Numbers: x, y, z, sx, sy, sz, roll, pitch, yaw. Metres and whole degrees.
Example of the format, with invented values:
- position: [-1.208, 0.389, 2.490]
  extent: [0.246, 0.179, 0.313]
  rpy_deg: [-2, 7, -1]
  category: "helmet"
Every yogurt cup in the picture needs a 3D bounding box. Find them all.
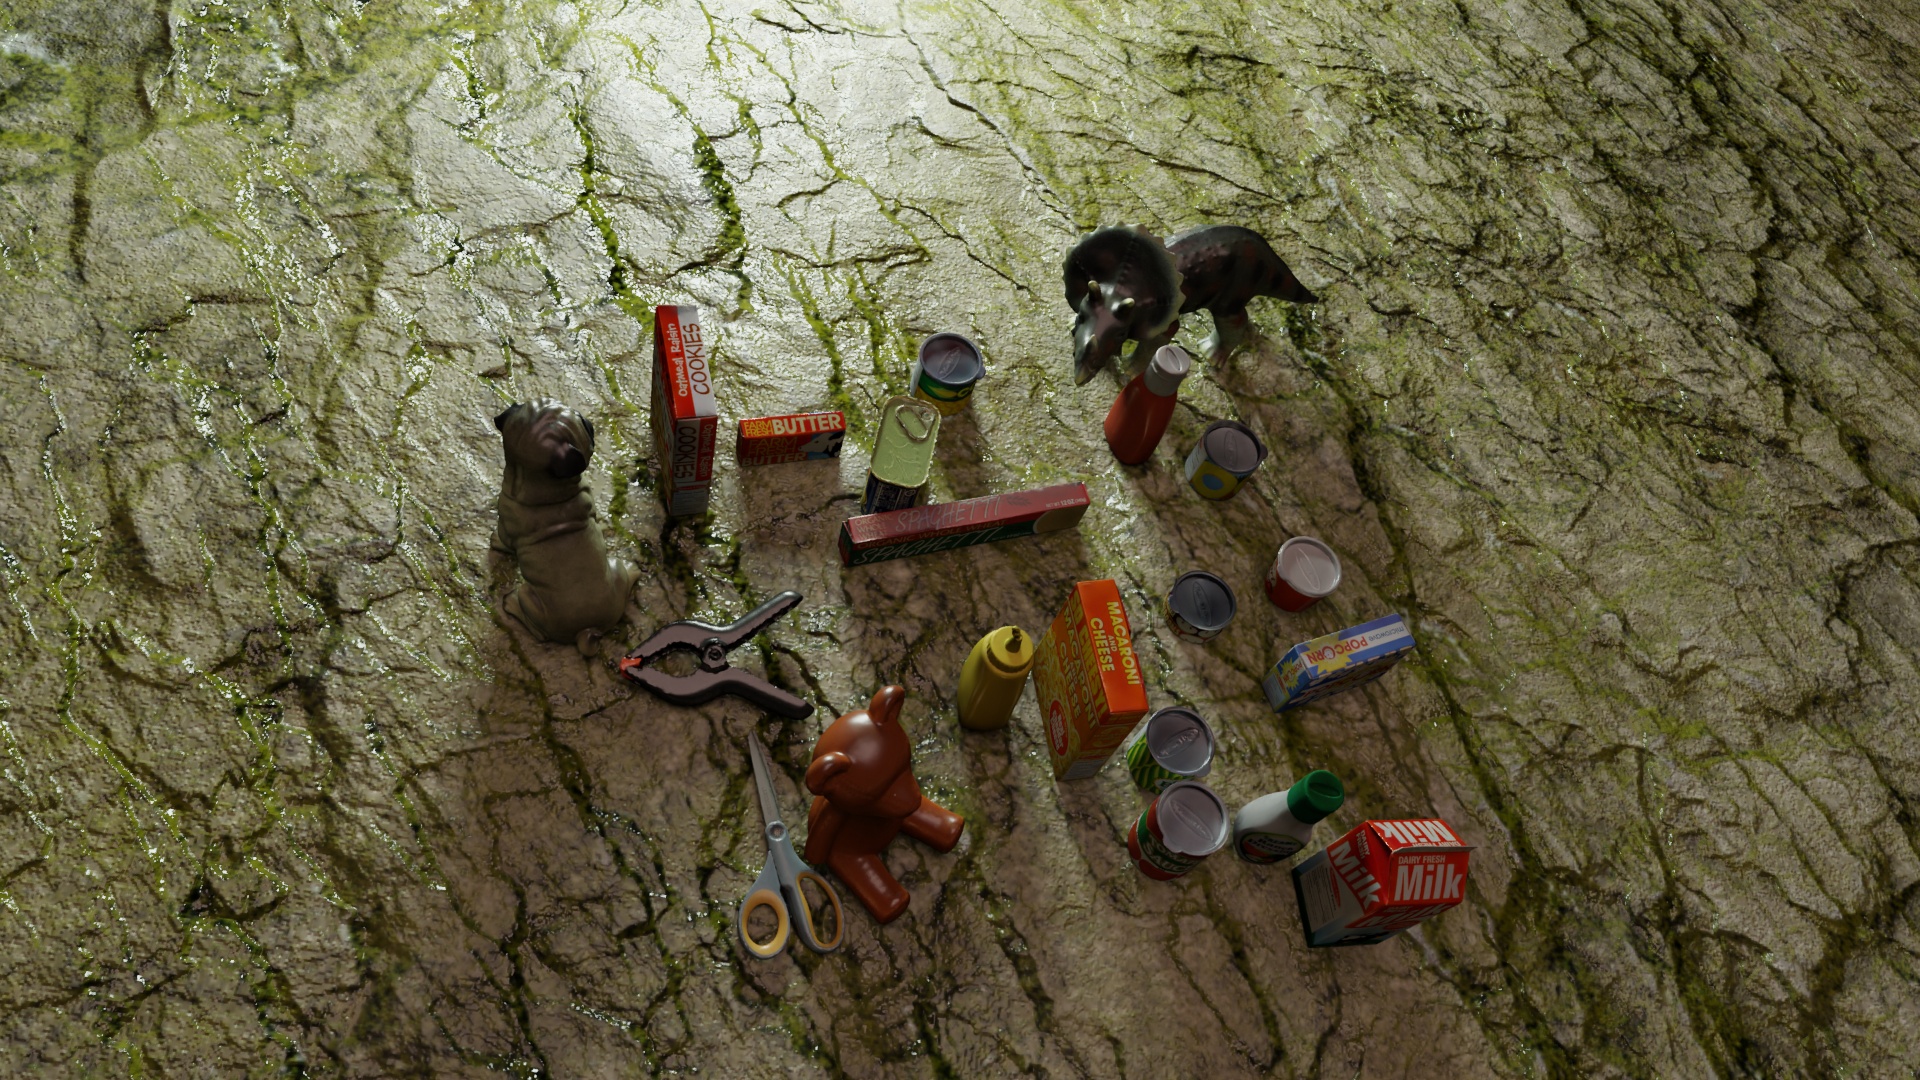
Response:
- position: [0.343, 0.037, 1.404]
  extent: [0.072, 0.053, 0.073]
  rpy_deg: [6, 60, -11]
  category: "yogurt cup"

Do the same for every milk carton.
- position: [0.360, 0.288, 1.183]
  extent: [0.072, 0.189, 0.074]
  rpy_deg: [1, 61, -14]
  category: "milk carton"

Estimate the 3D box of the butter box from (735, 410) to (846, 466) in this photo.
- position: [-0.166, -0.099, 1.355]
  extent: [0.104, 0.053, 0.024]
  rpy_deg: [-7, 63, -18]
  category: "butter box"

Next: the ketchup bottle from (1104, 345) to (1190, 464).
- position: [0.191, -0.140, 1.412]
  extent: [0.044, 0.148, 0.065]
  rpy_deg: [-15, 66, -21]
  category: "ketchup bottle"

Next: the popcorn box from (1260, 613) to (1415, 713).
- position: [0.365, 0.119, 1.344]
  extent: [0.127, 0.084, 0.038]
  rpy_deg: [-14, 65, -21]
  category: "popcorn box"

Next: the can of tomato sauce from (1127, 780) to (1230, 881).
- position: [0.190, 0.258, 1.221]
  extent: [0.071, 0.082, 0.071]
  rpy_deg: [6, 60, -11]
  category: "can of tomato sauce"

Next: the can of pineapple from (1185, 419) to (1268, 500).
- position: [0.277, -0.083, 1.454]
  extent: [0.071, 0.057, 0.071]
  rpy_deg: [6, 60, -11]
  category: "can of pineapple"

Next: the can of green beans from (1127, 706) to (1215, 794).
- position: [0.192, 0.193, 1.274]
  extent: [0.071, 0.057, 0.071]
  rpy_deg: [6, 60, -11]
  category: "can of green beans"

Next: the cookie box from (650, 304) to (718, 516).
- position: [-0.256, -0.117, 1.275]
  extent: [0.040, 0.166, 0.123]
  rpy_deg: [-7, 63, -18]
  category: "cookie box"

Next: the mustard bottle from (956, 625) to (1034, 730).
- position: [0.034, 0.115, 1.219]
  extent: [0.049, 0.159, 0.065]
  rpy_deg: [5, 60, -11]
  category: "mustard bottle"

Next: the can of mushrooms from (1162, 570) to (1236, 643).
- position: [0.233, 0.066, 1.372]
  extent: [0.071, 0.033, 0.071]
  rpy_deg: [6, 60, -11]
  category: "can of mushrooms"

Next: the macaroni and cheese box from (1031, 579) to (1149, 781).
- position: [0.111, 0.126, 1.228]
  extent: [0.040, 0.165, 0.124]
  rpy_deg: [-4, 62, -16]
  category: "macaroni and cheese box"

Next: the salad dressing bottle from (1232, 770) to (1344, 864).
- position: [0.287, 0.242, 1.217]
  extent: [0.064, 0.147, 0.044]
  rpy_deg: [17, 58, -4]
  category: "salad dressing bottle"

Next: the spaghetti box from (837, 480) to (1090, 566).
- position: [0.005, -0.017, 1.352]
  extent: [0.251, 0.050, 0.029]
  rpy_deg: [-10, 64, -19]
  category: "spaghetti box"

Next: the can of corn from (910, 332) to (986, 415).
- position: [-0.013, -0.169, 1.431]
  extent: [0.071, 0.058, 0.071]
  rpy_deg: [6, 60, -11]
  category: "can of corn"
